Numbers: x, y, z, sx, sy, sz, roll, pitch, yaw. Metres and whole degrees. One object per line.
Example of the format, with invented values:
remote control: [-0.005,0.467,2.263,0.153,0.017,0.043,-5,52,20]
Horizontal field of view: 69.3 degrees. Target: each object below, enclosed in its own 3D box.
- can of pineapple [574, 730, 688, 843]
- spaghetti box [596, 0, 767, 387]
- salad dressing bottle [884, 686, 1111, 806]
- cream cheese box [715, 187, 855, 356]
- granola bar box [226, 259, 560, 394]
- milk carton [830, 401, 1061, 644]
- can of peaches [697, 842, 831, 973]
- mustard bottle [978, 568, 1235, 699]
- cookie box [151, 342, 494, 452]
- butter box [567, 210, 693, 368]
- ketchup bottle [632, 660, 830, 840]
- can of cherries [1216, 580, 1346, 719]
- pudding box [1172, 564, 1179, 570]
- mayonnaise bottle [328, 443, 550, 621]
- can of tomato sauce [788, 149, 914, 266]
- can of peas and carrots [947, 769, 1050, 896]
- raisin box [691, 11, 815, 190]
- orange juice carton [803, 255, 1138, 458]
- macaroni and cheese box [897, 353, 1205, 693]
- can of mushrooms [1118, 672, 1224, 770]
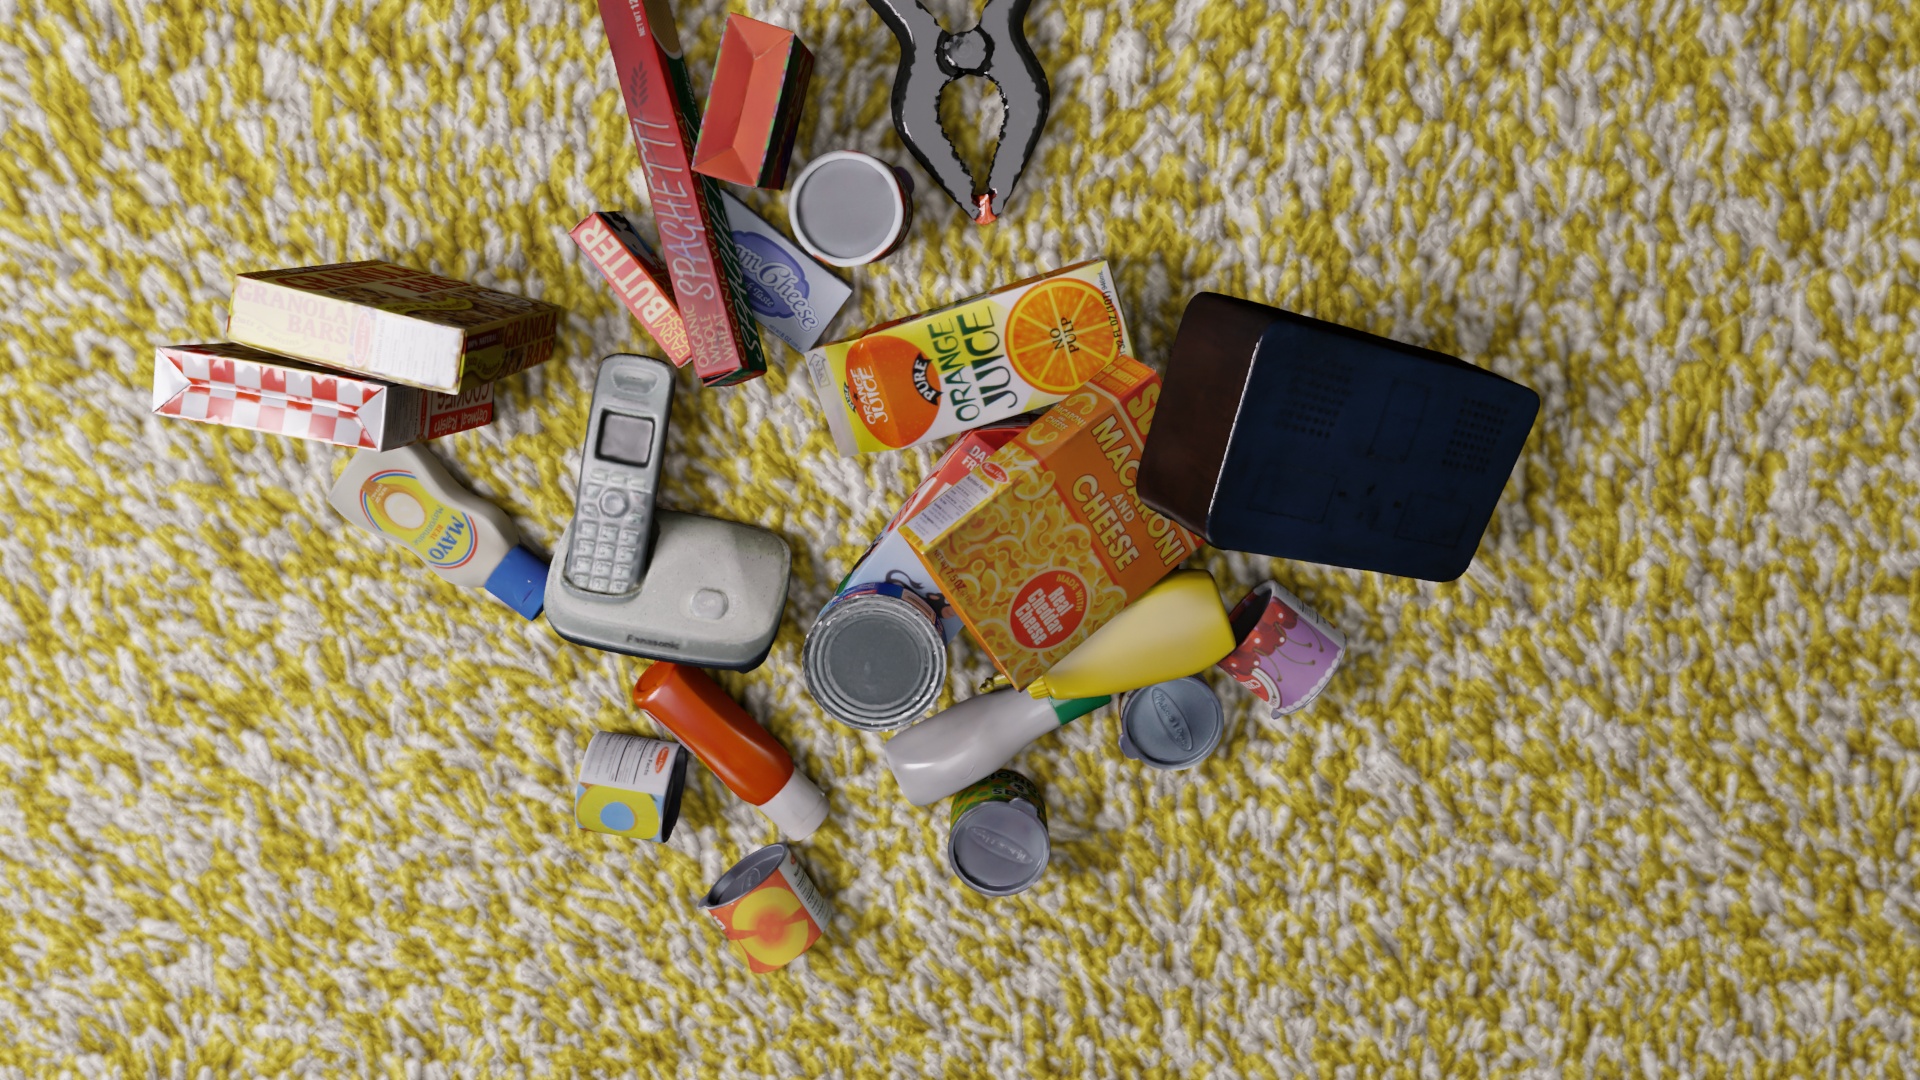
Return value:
can of pineapple: [-0.215,0.163,0.912,0.058,0.071,0.070,9,102,-1]
spaghetti box: [-0.164,-0.213,0.816,0.028,0.050,0.250,-15,91,11]
salad dressing bottle: [0.025,0.121,0.903,0.148,0.064,0.044,-26,112,-1]
cream cheese box: [-0.122,-0.166,0.861,0.104,0.024,0.053,37,99,-7]
granola bar box: [-0.318,-0.126,0.801,0.124,0.166,0.039,14,104,-2]
milk carton: [0.003,-0.011,0.867,0.073,0.072,0.190,38,100,-7]
can of peaches: [-0.130,0.247,0.928,0.071,0.071,0.058,-31,101,8]
mustard bottle: [0.087,0.065,0.863,0.160,0.049,0.065,-17,97,7]
cookie box: [-0.361,-0.087,0.809,0.123,0.168,0.040,9,100,-1]
butter box: [-0.191,-0.155,0.850,0.024,0.053,0.103,-37,99,11]
ketchup bottle: [-0.147,0.136,0.909,0.043,0.065,0.148,-44,107,-3]
can of cherries: [0.200,0.070,0.883,0.058,0.071,0.071,37,101,-7]
pudding box: [0.115,0.006,0.890,0.050,0.030,0.083,1,102,2]
mayonnaise bottle: [-0.324,-0.006,0.890,0.148,0.041,0.064,37,99,-6]
can of tomato sauce: [-0.062,-0.197,0.823,0.071,0.083,0.071,0,103,1]
can of peas and carrots: [0.026,0.190,0.917,0.071,0.059,0.070,0,102,1]
raisin box: [-0.116,-0.246,0.793,0.040,0.124,0.086,15,103,-4]
orange juice carton: [0.006,-0.110,0.846,0.193,0.073,0.071,-17,102,5]
macaroni and cheese box: [0.064,-0.010,0.808,0.167,0.040,0.123,-38,124,-7]
can of mushrooms: [0.135,0.115,0.912,0.071,0.033,0.071,0,103,0]
